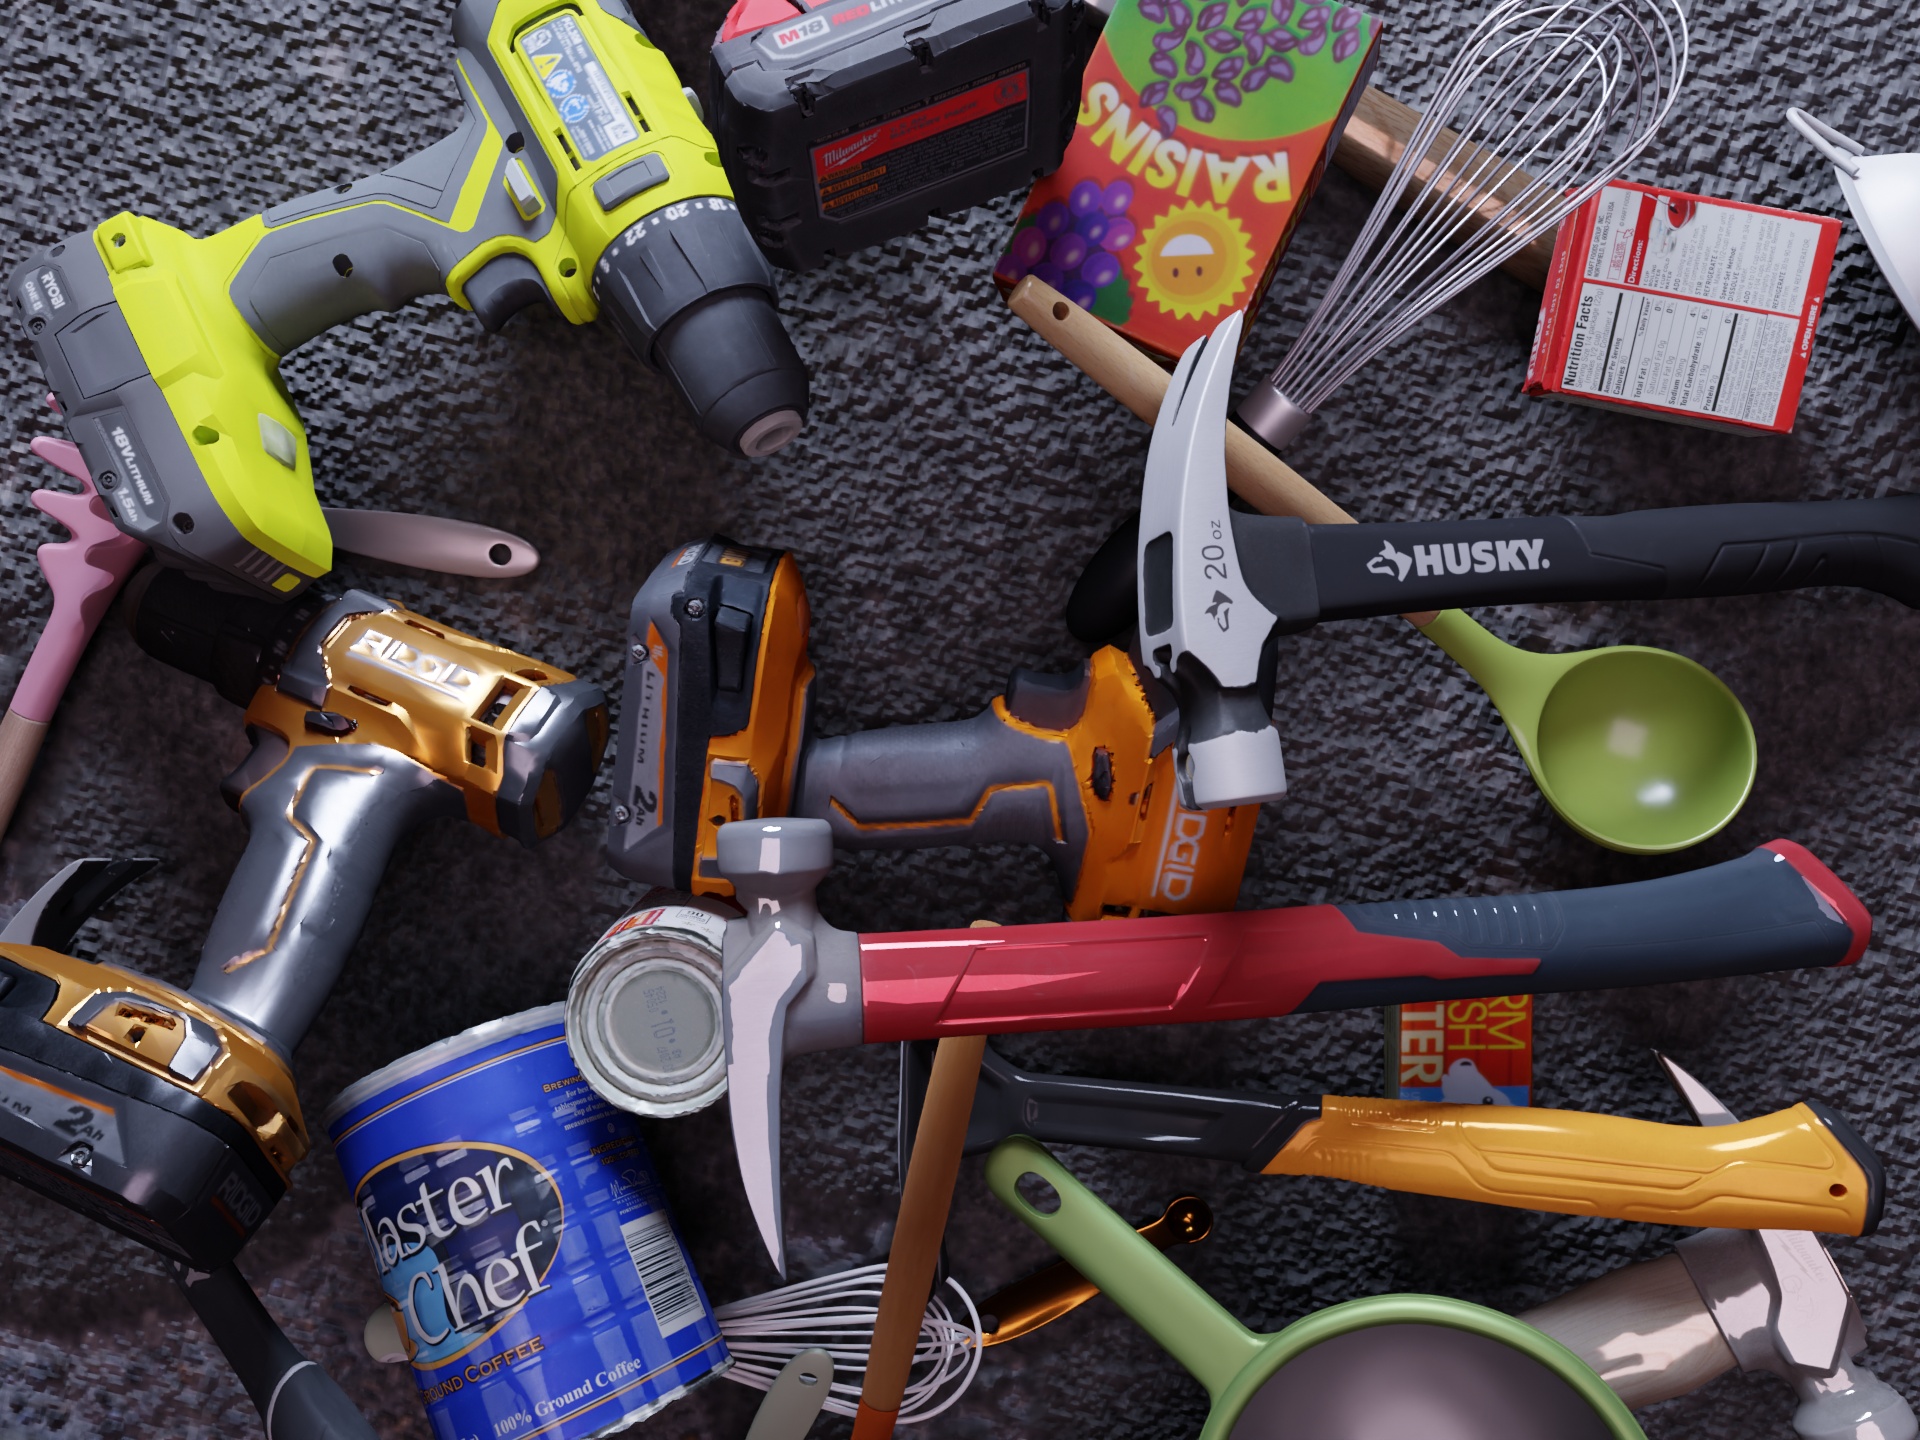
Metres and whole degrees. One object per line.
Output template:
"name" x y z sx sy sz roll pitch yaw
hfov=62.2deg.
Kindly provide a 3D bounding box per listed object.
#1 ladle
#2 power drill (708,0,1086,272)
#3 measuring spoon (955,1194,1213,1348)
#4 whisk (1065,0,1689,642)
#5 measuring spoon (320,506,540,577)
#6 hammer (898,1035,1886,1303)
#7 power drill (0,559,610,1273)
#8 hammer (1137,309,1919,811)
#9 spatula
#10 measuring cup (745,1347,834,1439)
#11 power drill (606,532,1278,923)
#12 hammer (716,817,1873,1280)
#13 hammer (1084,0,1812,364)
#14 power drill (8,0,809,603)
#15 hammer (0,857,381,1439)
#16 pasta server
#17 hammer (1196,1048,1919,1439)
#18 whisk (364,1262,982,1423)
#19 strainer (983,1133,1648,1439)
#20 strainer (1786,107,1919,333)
"ladle" 0.149 -0.053 0.540 0.320 0.062 0.078 33 77 -20
"power drill" -0.061 -0.262 0.512 0.143 0.078 0.220 -23 70 -8
"measuring spoon" 0.049 0.221 0.637 0.117 0.011 0.021 -30 96 8
"whisk" 0.131 -0.130 0.548 0.070 0.070 0.284 39 112 -4
"measuring spoon" -0.222 -0.070 0.602 0.124 0.018 0.034 9 96 -1
"hammer" 0.140 0.158 0.569 0.337 0.034 0.127 1 89 15
"power drill" -0.252 0.043 0.537 0.185 0.084 0.226 22 55 9
"hammer" 0.211 -0.060 0.530 0.334 0.035 0.146 -5 84 -21
"spatula" -0.022 0.227 0.568 0.081 0.041 0.322 10 101 -8
"measuring cup" -0.083 0.306 0.607 0.083 0.038 0.167 22 116 -5
"power drill" -0.001 -0.002 0.565 0.226 0.084 0.164 9 110 -3
"hammer" 0.116 0.095 0.529 0.386 0.038 0.143 -3 89 -7
"hammer" 0.157 -0.202 0.574 0.331 0.031 0.130 30 96 -3
"power drill" -0.178 -0.136 0.542 0.228 0.080 0.191 -29 79 -1
"hammer" -0.228 0.210 0.530 0.409 0.036 0.149 40 104 24
"pasta server" -0.372 0.019 0.605 0.060 0.040 0.316 34 100 34
"hammer" 0.119 0.269 0.597 0.410 0.038 0.146 -27 74 11
"whisk" -0.114 0.243 0.627 0.246 0.057 0.059 0 62 4
"strainer" 0.114 0.228 0.543 0.256 0.069 0.151 39 97 14
"strainer" 0.370 -0.112 0.568 0.050 0.087 0.258 -19 110 40
